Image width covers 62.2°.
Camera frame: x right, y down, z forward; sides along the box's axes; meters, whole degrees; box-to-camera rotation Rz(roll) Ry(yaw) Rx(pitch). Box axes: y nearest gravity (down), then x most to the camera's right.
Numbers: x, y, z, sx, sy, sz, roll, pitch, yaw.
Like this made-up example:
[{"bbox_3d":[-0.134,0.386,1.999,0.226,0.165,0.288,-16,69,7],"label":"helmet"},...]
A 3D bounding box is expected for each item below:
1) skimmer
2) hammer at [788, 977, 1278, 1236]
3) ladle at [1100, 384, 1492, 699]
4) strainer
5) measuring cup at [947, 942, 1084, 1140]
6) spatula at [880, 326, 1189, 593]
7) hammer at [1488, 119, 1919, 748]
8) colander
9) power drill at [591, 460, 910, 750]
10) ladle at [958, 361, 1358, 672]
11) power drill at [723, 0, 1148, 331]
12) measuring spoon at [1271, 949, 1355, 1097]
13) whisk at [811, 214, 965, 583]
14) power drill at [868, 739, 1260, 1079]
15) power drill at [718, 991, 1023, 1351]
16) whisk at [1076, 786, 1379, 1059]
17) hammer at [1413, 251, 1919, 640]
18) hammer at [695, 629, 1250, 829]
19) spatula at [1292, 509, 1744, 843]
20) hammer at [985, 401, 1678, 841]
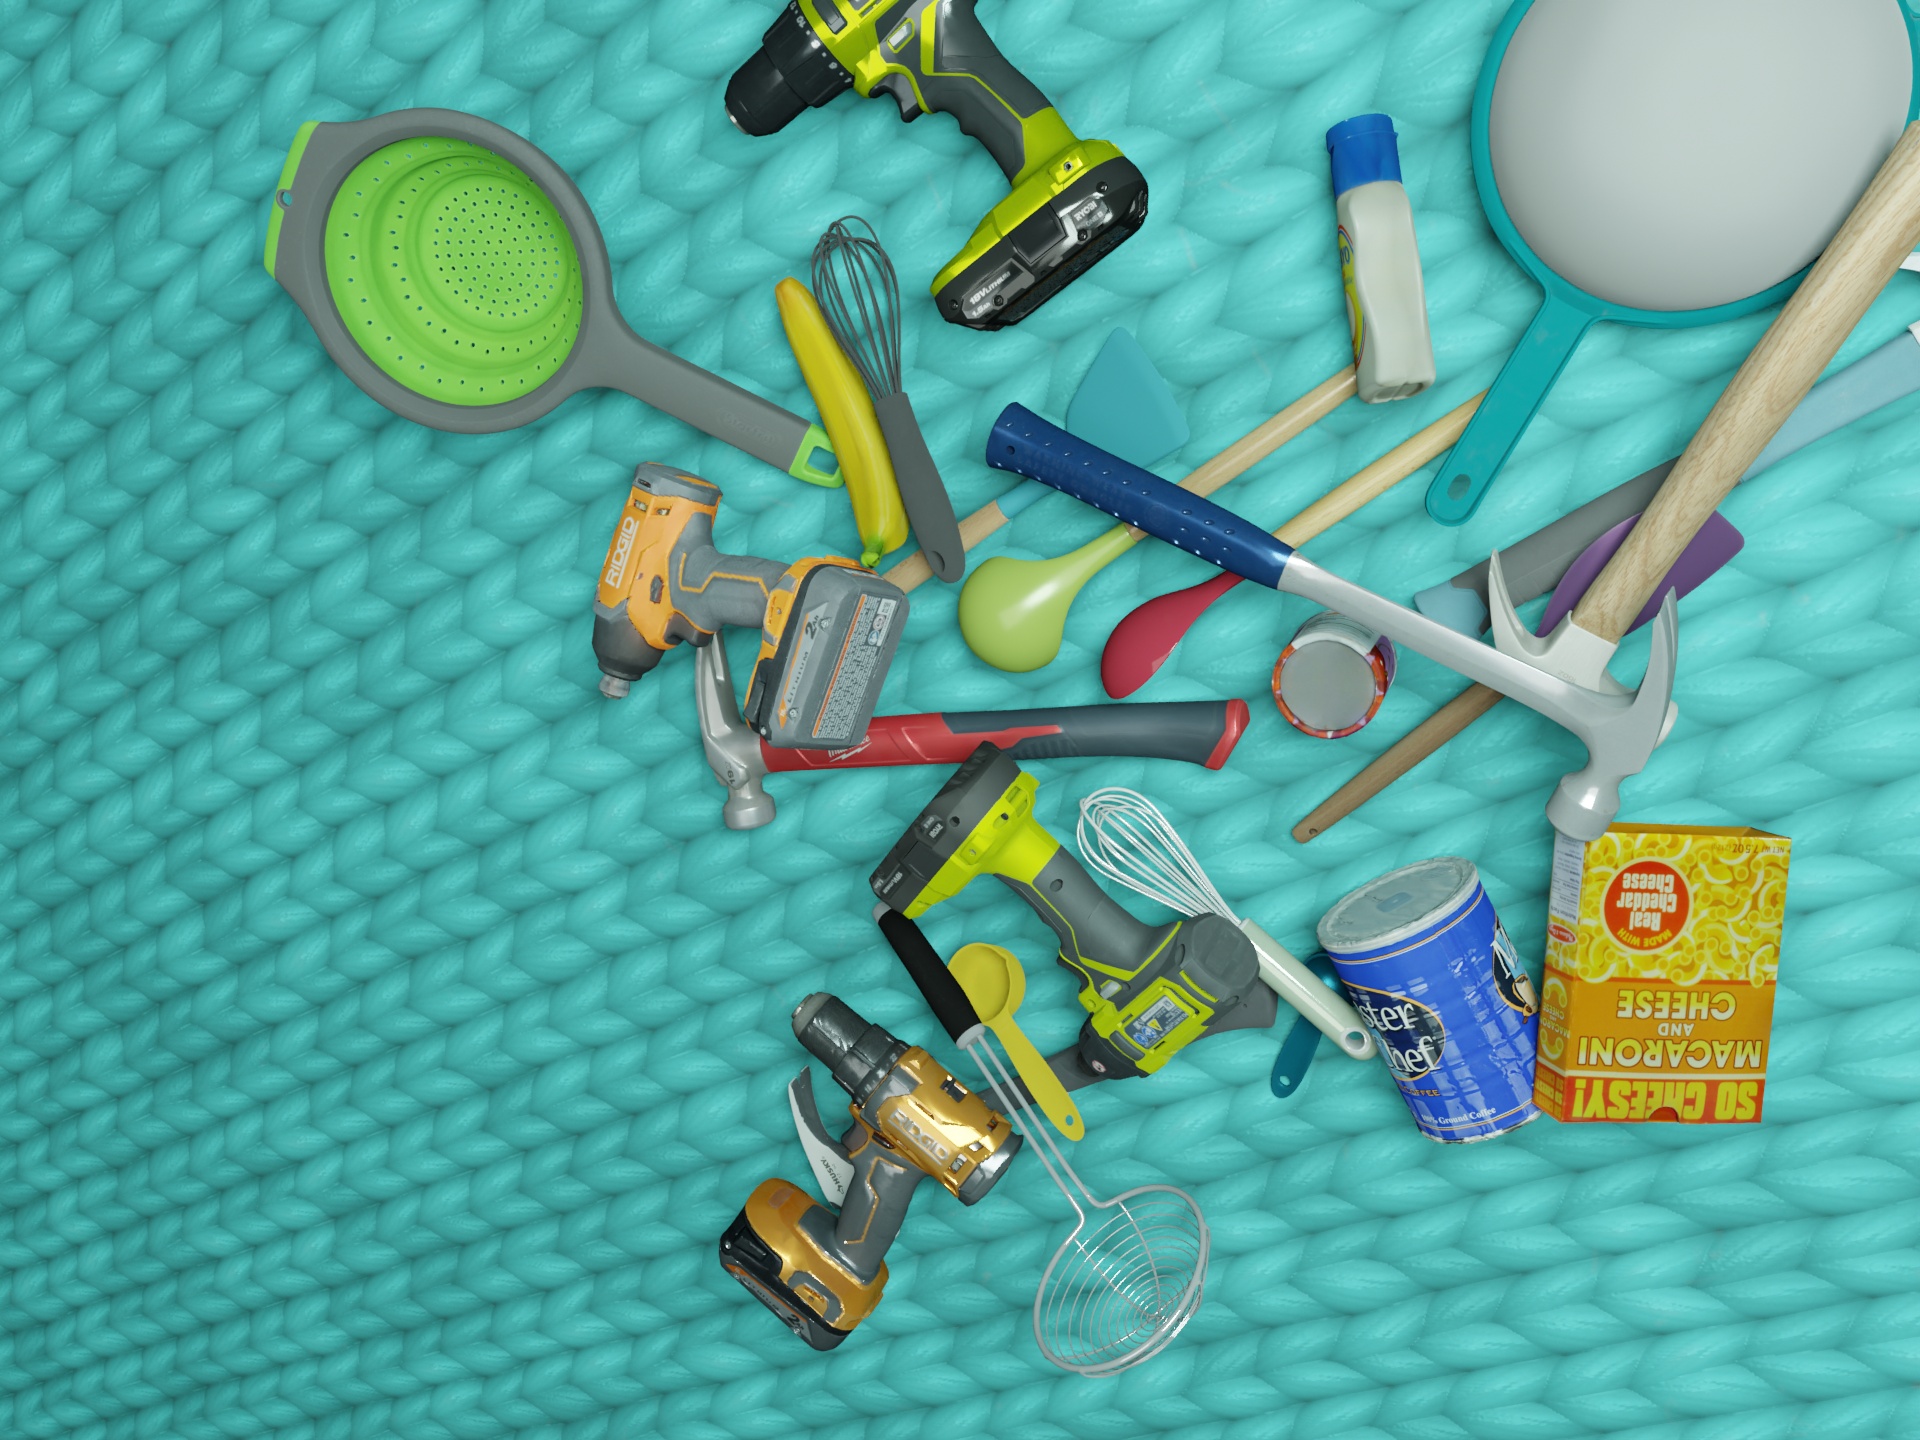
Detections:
[{"bbox_3d":[0.028,0.245,1.023,0.127,0.090,0.364,-40,59,4],"label":"skimmer"},{"bbox_3d":[0.047,0.258,1.136,0.409,0.036,0.149,-29,94,27],"label":"hammer"},{"bbox_3d":[0.203,-0.112,0.941,0.315,0.069,0.031,-35,119,22],"label":"ladle"},{"bbox_3d":[0.330,-0.245,0.785,0.211,0.095,0.340,30,106,6],"label":"strainer"},{"bbox_3d":[0.045,0.221,1.093,0.062,0.029,0.157,-46,62,19],"label":"measuring cup"},{"bbox_3d":[0.002,-0.122,1.008,0.317,0.044,0.082,-33,81,21],"label":"spatula"},{"bbox_3d":[0.380,-0.137,0.797,0.130,0.031,0.331,27,124,4],"label":"hammer"},{"bbox_3d":[-0.248,-0.265,1.059,0.397,0.095,0.204,26,116,-7],"label":"colander"},{"bbox_3d":[-0.154,-0.060,1.043,0.227,0.084,0.164,28,103,33],"label":"power drill"},{"bbox_3d":[0.128,-0.131,0.973,0.320,0.062,0.078,-34,88,21],"label":"ladle"},{"bbox_3d":[-0.016,-0.345,0.927,0.190,0.080,0.228,-34,91,21],"label":"power drill"},{"bbox_3d":[0.234,0.201,1.053,0.042,0.021,0.128,30,126,21],"label":"measuring spoon"},{"bbox_3d":[-0.040,-0.199,0.989,0.055,0.055,0.239,-19,89,26],"label":"whisk"},{"bbox_3d":[0.059,0.133,1.021,0.223,0.080,0.171,40,136,3],"label":"power drill"},{"bbox_3d":[-0.086,0.320,1.148,0.185,0.084,0.226,39,112,8],"label":"power drill"},{"bbox_3d":[0.171,0.131,1.023,0.246,0.059,0.058,41,106,7],"label":"whisk"},{"bbox_3d":[0.402,-0.132,0.859,0.331,0.033,0.128,-31,95,28],"label":"hammer"},{"bbox_3d":[-0.002,-0.003,1.065,0.386,0.038,0.143,-4,104,23],"label":"hammer"},{"bbox_3d":[0.306,-0.019,0.925,0.059,0.018,0.316,36,126,-12],"label":"spatula"},{"bbox_3d":[0.193,-0.084,0.884,0.406,0.035,0.144,29,130,19],"label":"hammer"}]
